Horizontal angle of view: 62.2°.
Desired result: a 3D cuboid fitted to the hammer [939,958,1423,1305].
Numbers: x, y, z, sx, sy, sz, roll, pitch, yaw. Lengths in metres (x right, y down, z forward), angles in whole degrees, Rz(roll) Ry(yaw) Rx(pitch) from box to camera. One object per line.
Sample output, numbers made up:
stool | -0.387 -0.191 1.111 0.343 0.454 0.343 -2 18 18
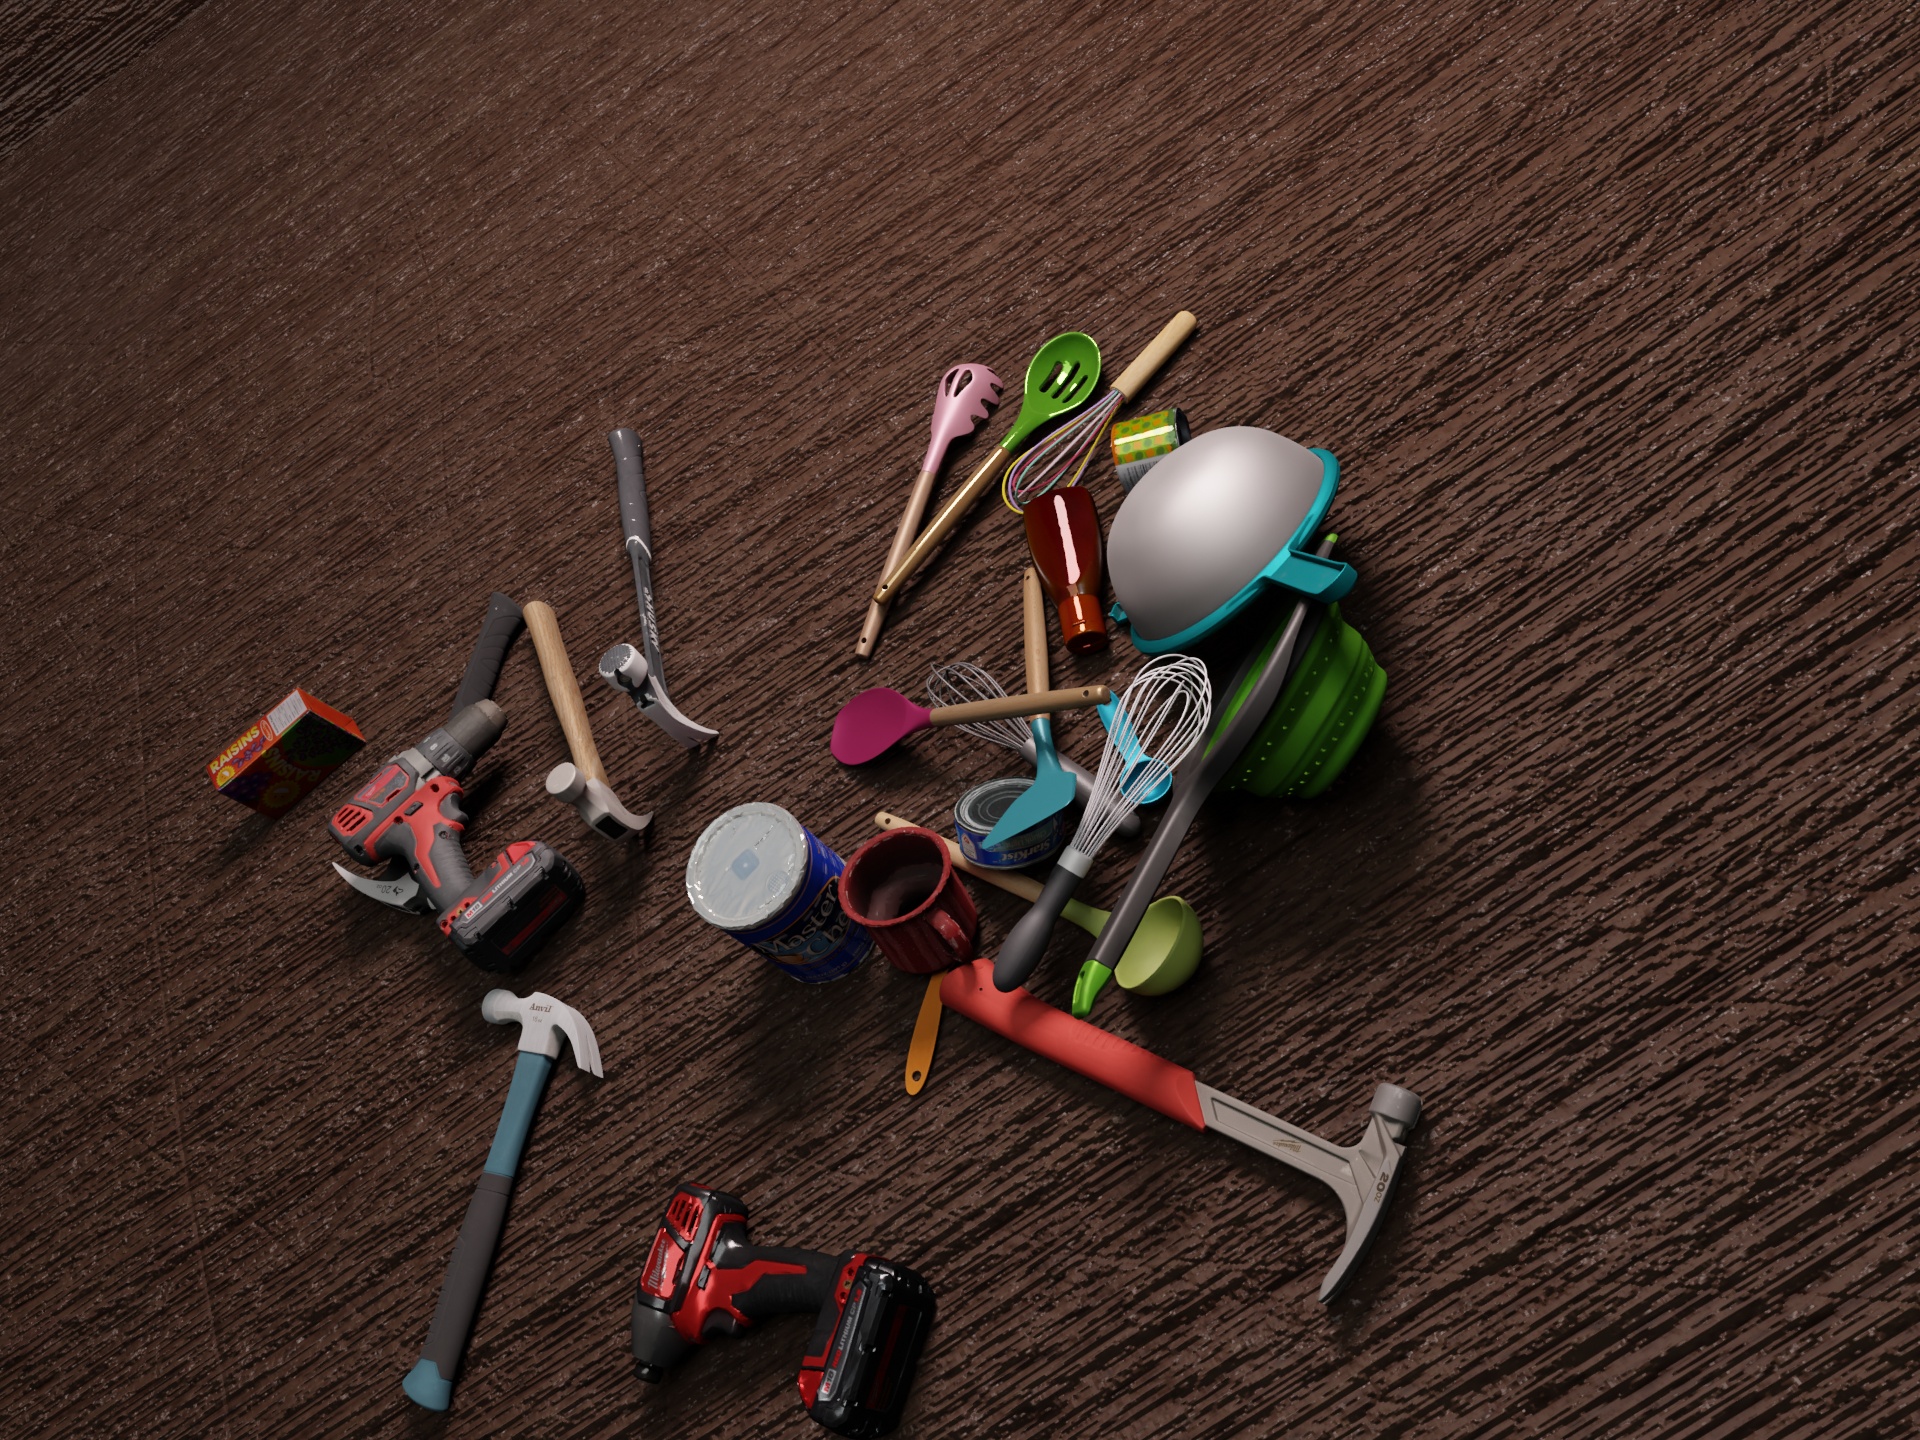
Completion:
hammer | 0.133 0.265 1.130 0.359 0.036 0.149 20 73 31

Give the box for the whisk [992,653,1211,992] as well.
whisk | 0.101 0.076 1.170 0.070 0.070 0.284 31 89 34

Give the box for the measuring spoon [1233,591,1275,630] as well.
measuring spoon | 0.202 -0.084 1.300 0.124 0.018 0.034 -2 65 31

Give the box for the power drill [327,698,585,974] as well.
power drill | -0.438 0.096 1.430 0.227 0.080 0.188 37 73 26

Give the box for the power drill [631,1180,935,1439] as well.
power drill | -0.141 0.430 1.146 0.220 0.078 0.143 8 68 31

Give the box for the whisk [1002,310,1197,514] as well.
whisk | 0.124 -0.278 1.420 0.245 0.051 0.047 -48 50 -9

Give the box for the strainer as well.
strainer | 0.193 -0.144 1.169 0.211 0.095 0.340 -47 15 3

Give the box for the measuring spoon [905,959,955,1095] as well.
measuring spoon | -0.023 0.234 1.235 0.021 0.011 0.117 3 69 29

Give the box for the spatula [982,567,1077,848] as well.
spatula | 0.058 -0.022 1.269 0.082 0.044 0.318 -31 38 27

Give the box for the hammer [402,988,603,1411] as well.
hammer | -0.384 0.387 1.304 0.128 0.033 0.331 2 65 26

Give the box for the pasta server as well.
pasta server | -0.035 -0.198 1.461 0.060 0.040 0.316 11 73 29

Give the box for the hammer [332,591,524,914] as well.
hammer | -0.496 0.024 1.546 0.146 0.035 0.335 2 65 25

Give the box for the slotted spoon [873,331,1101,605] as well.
slotted spoon | 0.022 -0.225 1.437 0.070 0.031 0.314 34 79 25

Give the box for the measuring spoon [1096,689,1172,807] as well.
measuring spoon | 0.136 0.023 1.273 0.042 0.021 0.129 -25 47 5

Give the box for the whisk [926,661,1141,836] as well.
whisk | 0.057 0.021 1.289 0.239 0.055 0.055 39 84 31

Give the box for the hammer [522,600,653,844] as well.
hammer | -0.357 -0.006 1.465 0.031 0.129 0.332 -36 44 4

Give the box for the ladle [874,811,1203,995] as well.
ladle | 0.049 0.126 1.231 0.320 0.062 0.078 22 75 35

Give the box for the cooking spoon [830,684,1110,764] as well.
cooking spoon | -0.002 -0.004 1.282 0.319 0.017 0.069 -8 65 47

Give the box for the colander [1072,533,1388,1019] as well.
colander | 0.206 0.056 1.137 0.094 0.204 0.397 31 71 2

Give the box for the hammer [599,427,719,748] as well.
hammer | -0.299 -0.144 1.509 0.036 0.149 0.409 -26 47 10
